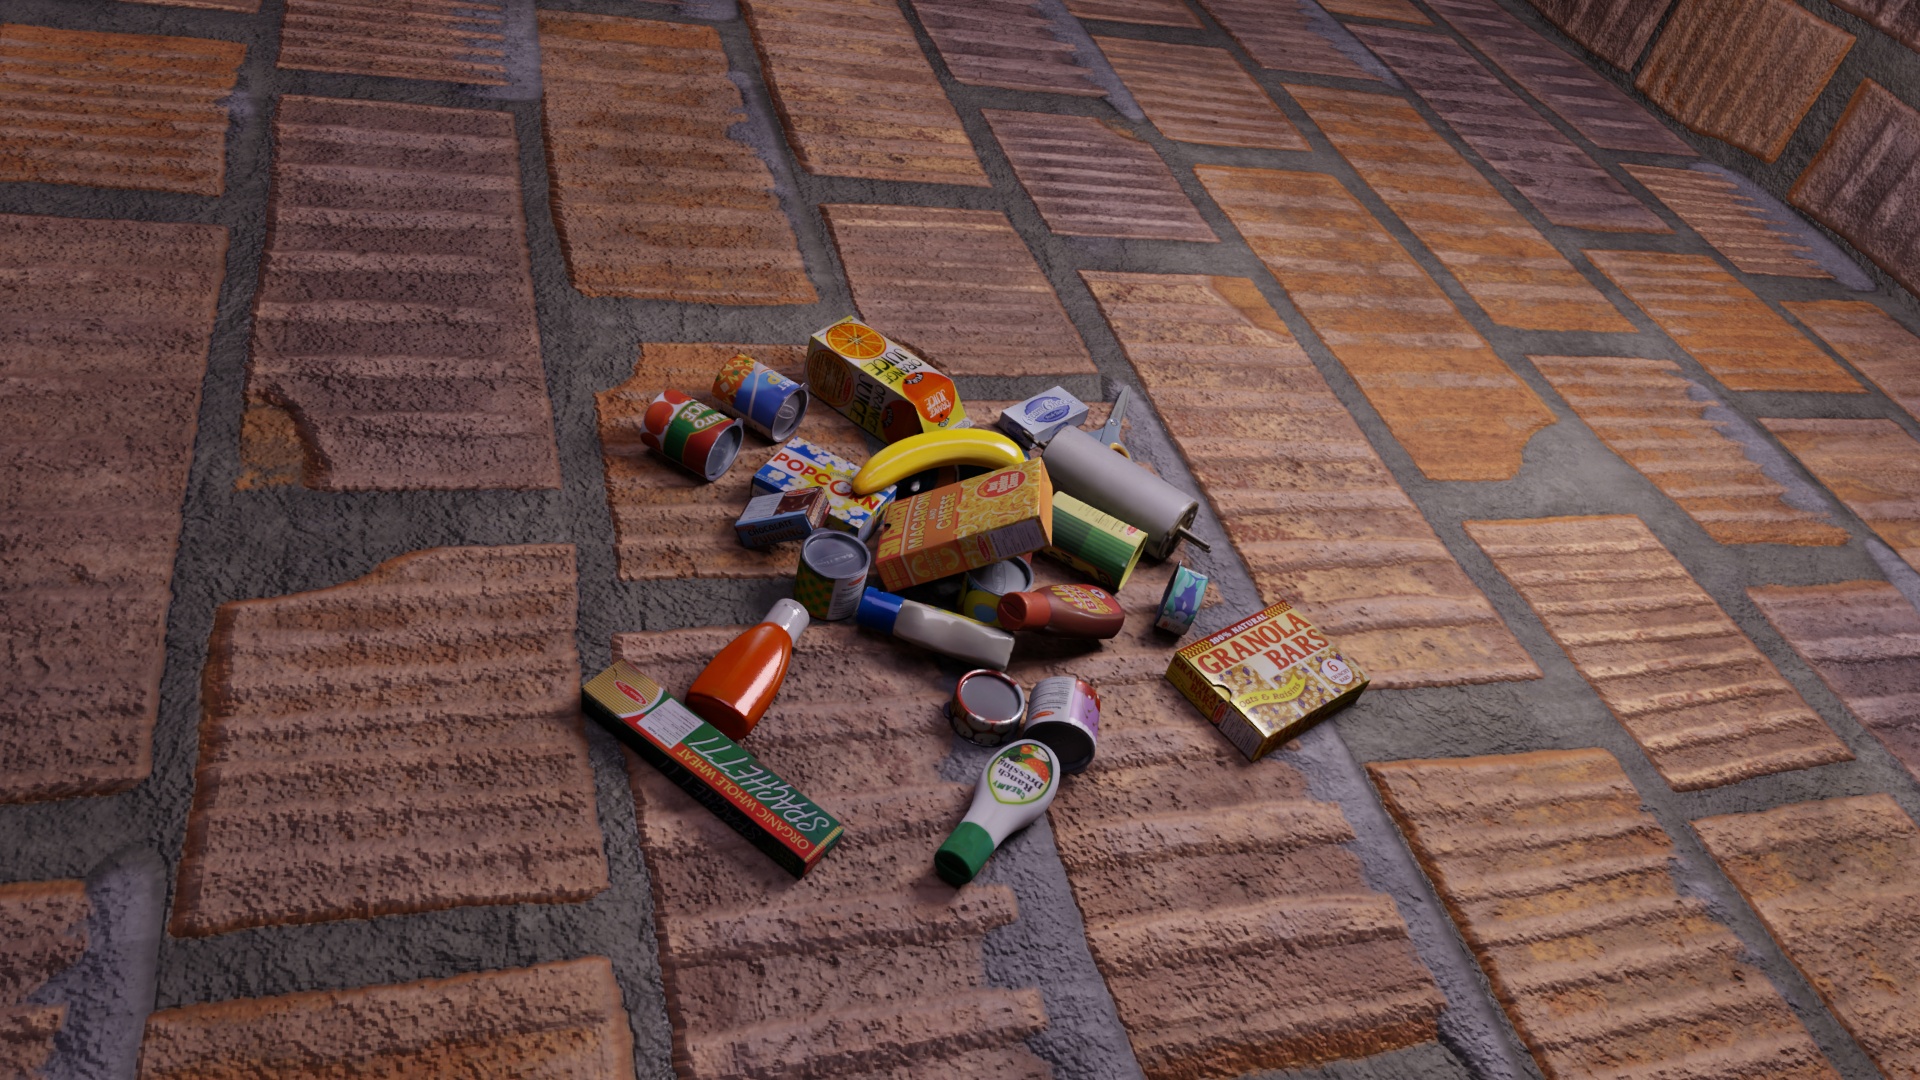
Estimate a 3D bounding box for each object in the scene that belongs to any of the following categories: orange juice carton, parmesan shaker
[{"bbox_3d":[-0.079,-0.166,1.549,0.193,0.072,0.072,35,43,19],"label":"orange juice carton"},{"bbox_3d":[0.134,0.000,1.443,0.103,0.071,0.072,27,41,12],"label":"parmesan shaker"}]

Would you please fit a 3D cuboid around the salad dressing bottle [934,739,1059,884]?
[{"bbox_3d":[0.031,0.227,1.166,0.064,0.043,0.148,29,42,16],"label":"salad dressing bottle"}]

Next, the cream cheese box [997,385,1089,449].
[{"bbox_3d":[0.097,-0.144,1.622,0.053,0.024,0.104,38,45,25],"label":"cream cheese box"}]

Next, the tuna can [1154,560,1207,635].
[{"bbox_3d":[0.224,0.058,1.403,0.033,0.070,0.071,22,41,4],"label":"tuna can"}]

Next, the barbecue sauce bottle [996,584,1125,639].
[{"bbox_3d":[0.093,0.068,1.326,0.065,0.043,0.149,39,22,34],"label":"barbecue sauce bottle"}]

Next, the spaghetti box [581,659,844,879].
[{"bbox_3d":[-0.207,0.185,1.143,0.250,0.028,0.050,33,43,18],"label":"spaghetti box"}]

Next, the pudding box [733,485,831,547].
[{"bbox_3d":[-0.174,-0.023,1.359,0.083,0.030,0.050,-9,34,22],"label":"pudding box"}]

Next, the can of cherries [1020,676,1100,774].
[{"bbox_3d":[0.091,0.166,1.243,0.071,0.071,0.059,16,40,-1],"label":"can of cherries"}]

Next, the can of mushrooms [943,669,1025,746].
[{"bbox_3d":[0.022,0.150,1.258,0.071,0.033,0.071,10,42,-9],"label":"can of mushrooms"}]

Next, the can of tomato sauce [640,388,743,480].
[{"bbox_3d":[-0.274,-0.110,1.422,0.083,0.070,0.071,28,42,13],"label":"can of tomato sauce"}]

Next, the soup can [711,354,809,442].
[{"bbox_3d":[-0.214,-0.156,1.494,0.084,0.071,0.072,30,42,16],"label":"soup can"}]

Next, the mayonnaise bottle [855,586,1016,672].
[{"bbox_3d":[-0.023,0.083,1.300,0.148,0.041,0.064,19,-4,4],"label":"mayonnaise bottle"}]

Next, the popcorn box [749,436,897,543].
[{"bbox_3d":[-0.140,-0.048,1.422,0.127,0.038,0.085,27,41,11],"label":"popcorn box"}]

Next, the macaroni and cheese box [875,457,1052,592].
[{"bbox_3d":[0.005,-0.017,1.355,0.166,0.040,0.124,-16,27,12],"label":"macaroni and cheese box"}]

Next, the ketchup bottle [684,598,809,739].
[{"bbox_3d":[-0.181,0.108,1.228,0.065,0.043,0.149,24,41,7],"label":"ketchup bottle"}]

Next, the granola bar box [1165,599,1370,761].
[{"bbox_3d":[0.304,0.134,1.368,0.166,0.038,0.124,-20,52,-36],"label":"granola bar box"}]

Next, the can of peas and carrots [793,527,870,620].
[{"bbox_3d":[-0.124,0.032,1.322,0.071,0.058,0.071,10,40,-8],"label":"can of peas and carrots"}]

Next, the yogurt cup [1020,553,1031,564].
[{"bbox_3d":[0.043,0.007,1.411,0.072,0.053,0.073,10,42,-9],"label":"yogurt cup"}]

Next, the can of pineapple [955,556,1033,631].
[{"bbox_3d":[0.031,0.049,1.356,0.071,0.057,0.071,10,41,-8],"label":"can of pineapple"}]
